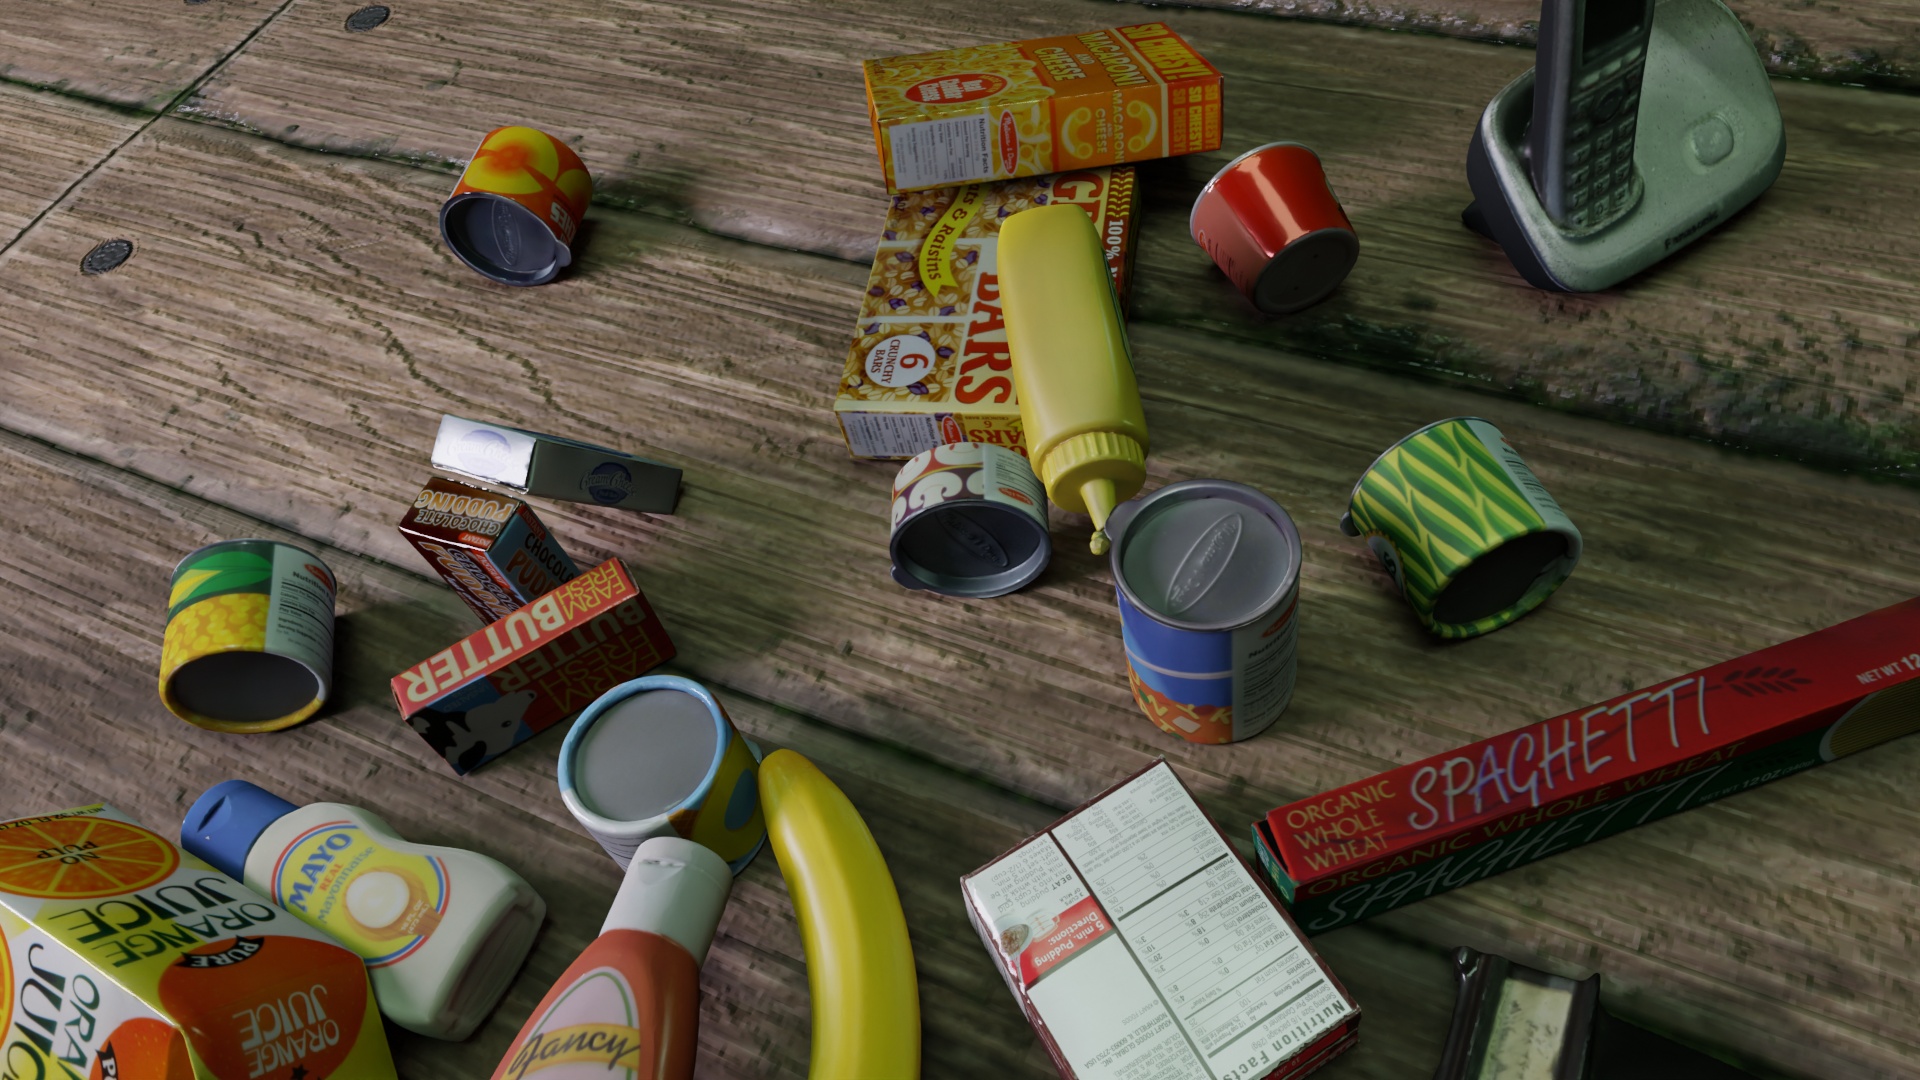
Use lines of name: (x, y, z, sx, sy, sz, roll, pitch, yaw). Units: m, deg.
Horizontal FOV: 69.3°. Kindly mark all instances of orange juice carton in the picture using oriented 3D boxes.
orange juice carton: (-0.280, 0.165, 0.483, 0.193, 0.072, 0.073, 19, 98, 24)

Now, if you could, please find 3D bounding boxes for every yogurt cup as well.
yogurt cup: (0.149, -0.143, 0.648, 0.072, 0.072, 0.054, -22, 60, -5)

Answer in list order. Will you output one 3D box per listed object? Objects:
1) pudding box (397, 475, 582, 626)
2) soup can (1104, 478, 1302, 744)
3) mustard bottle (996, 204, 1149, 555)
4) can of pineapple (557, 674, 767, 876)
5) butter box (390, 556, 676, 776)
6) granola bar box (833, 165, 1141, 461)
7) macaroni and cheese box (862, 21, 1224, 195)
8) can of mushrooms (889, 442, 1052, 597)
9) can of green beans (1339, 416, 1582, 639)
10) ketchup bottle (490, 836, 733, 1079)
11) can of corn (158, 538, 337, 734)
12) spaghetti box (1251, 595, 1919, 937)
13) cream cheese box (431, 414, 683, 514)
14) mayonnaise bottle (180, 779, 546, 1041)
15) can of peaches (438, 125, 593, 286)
pudding box: (-0.193, 0.011, 0.589, 0.050, 0.083, 0.030, 13, 60, 20)
soup can: (0.090, 0.027, 0.518, 0.071, 0.083, 0.072, -6, 52, 8)
mustard bottle: (0.047, -0.061, 0.560, 0.049, 0.065, 0.161, -12, 58, 6)
can of pineapple: (-0.110, 0.091, 0.528, 0.071, 0.057, 0.071, -6, 52, 8)
butter box: (-0.174, 0.052, 0.574, 0.104, 0.053, 0.024, -30, 55, -11)
granola bar box: (0.018, -0.111, 0.665, 0.124, 0.039, 0.166, 2, 54, 12)
macaroni and cheese box: (0.038, -0.224, 0.714, 0.167, 0.040, 0.124, -8, 33, -3)
can of mushrooms: (0.002, -0.007, 0.574, 0.071, 0.070, 0.033, -6, 53, 7)
can of green beans: (0.192, -0.004, 0.531, 0.071, 0.071, 0.058, -20, 53, -3)
ketchup bottle: (-0.112, 0.165, 0.439, 0.065, 0.043, 0.150, 1, 42, 15)
can of corn: (-0.309, 0.043, 0.601, 0.071, 0.070, 0.058, -17, 53, -1)
spaghetti box: (0.222, 0.077, 0.474, 0.250, 0.050, 0.029, -18, 51, -2)
cream cheese box: (-0.175, -0.032, 0.611, 0.053, 0.104, 0.024, 15, 92, 23)
mayonnaise bottle: (-0.234, 0.134, 0.532, 0.148, 0.041, 0.065, 17, 62, 22)
can of peaches: (-0.238, -0.181, 0.755, 0.071, 0.071, 0.058, 1, 53, 13)
